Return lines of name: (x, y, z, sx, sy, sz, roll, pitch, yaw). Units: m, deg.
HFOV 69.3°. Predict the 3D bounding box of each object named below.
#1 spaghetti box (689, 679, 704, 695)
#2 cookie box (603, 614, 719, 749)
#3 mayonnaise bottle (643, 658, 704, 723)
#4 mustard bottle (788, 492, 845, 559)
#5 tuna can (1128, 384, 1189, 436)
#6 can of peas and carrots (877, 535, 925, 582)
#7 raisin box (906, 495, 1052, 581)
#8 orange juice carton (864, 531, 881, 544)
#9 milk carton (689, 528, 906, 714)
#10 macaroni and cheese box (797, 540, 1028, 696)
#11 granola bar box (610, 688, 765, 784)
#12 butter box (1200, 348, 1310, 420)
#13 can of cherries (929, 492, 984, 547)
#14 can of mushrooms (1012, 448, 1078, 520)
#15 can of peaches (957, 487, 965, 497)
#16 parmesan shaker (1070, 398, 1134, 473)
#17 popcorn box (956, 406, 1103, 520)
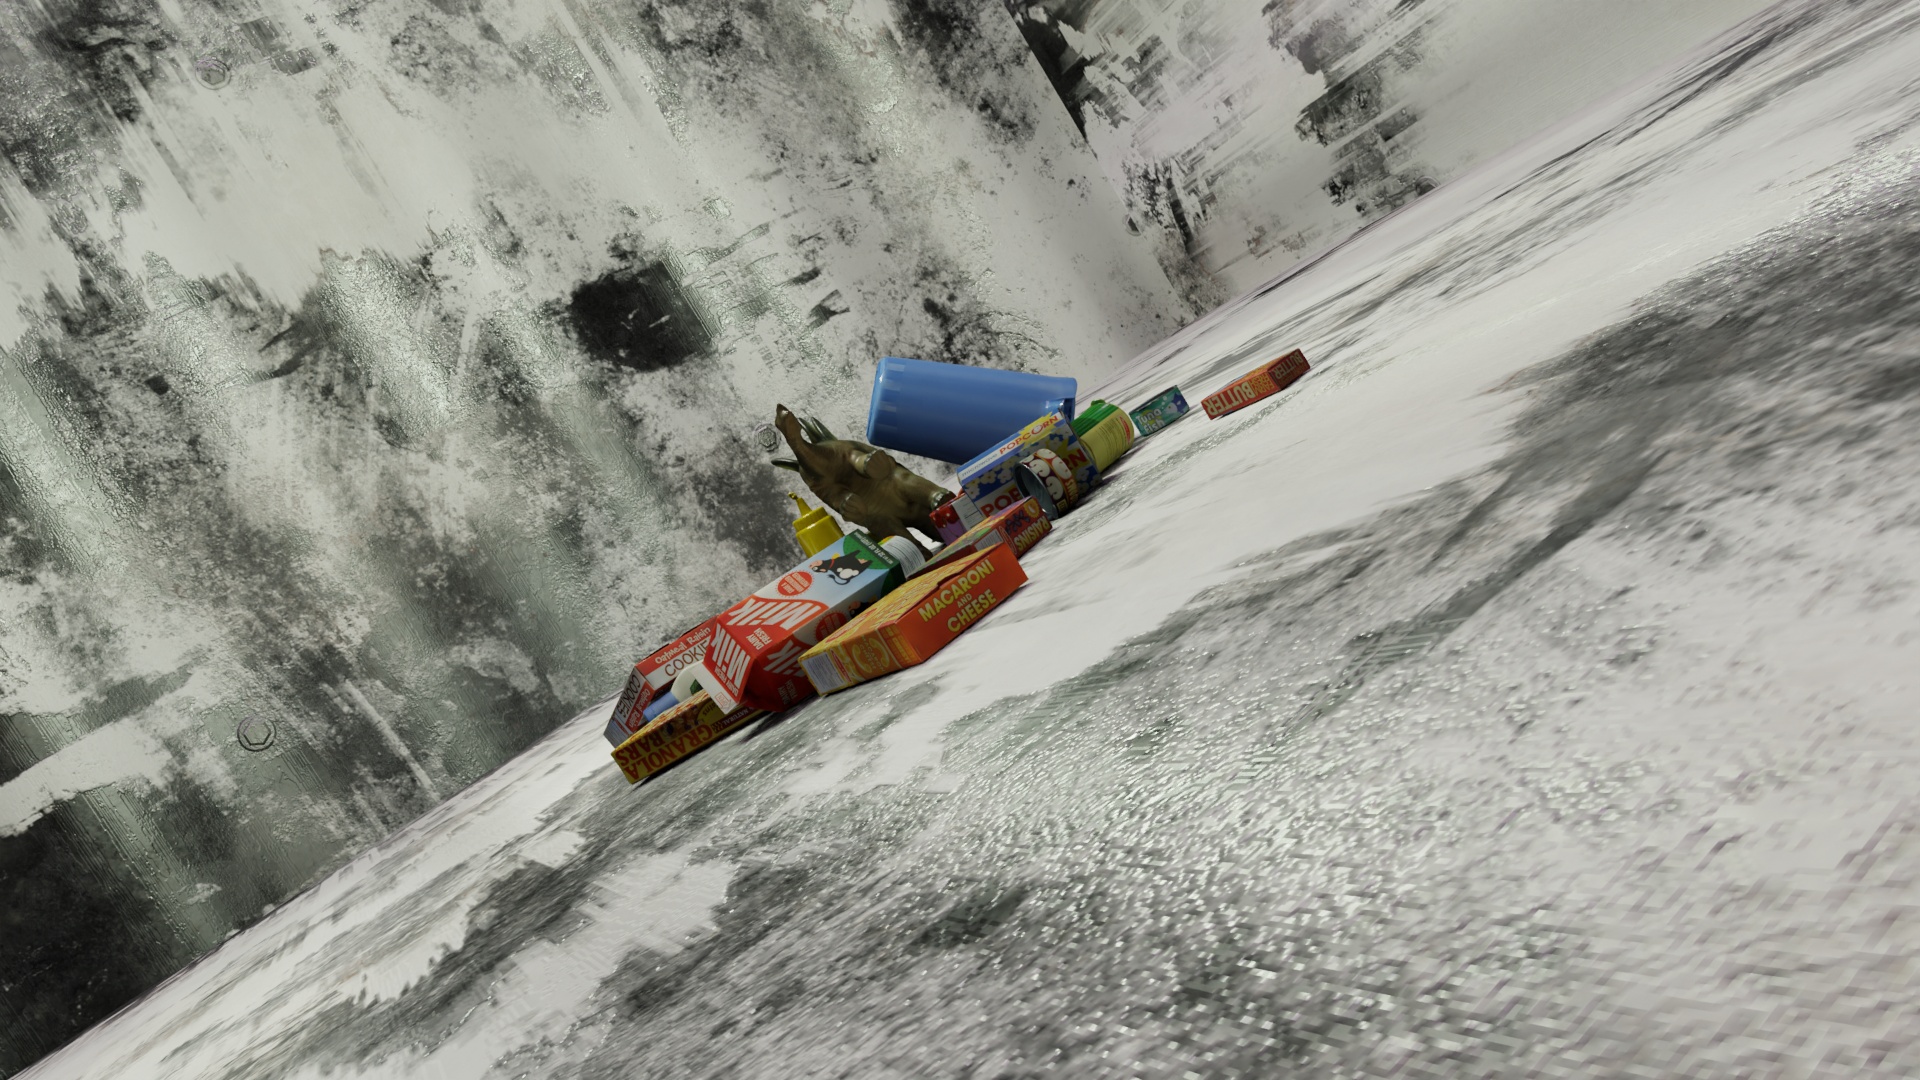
spaghetti box: (-0.218, 0.112, 1.376, 0.050, 0.029, 0.248, -16, -18, -29)
cookie box: (-0.335, 0.166, 1.595, 0.123, 0.040, 0.166, -35, -13, -41)
mayonnaise bottle: (-0.273, 0.155, 1.509, 0.148, 0.065, 0.041, -36, -8, -11)
mustard bottle: (-0.144, 0.013, 1.540, 0.049, 0.160, 0.065, -31, 5, -15)
tuna can: (0.231, -0.151, 1.620, 0.071, 0.033, 0.071, -31, 4, 3)
can of peas and carrots: (-0.078, 0.037, 1.453, 0.070, 0.071, 0.059, -28, 5, 40)
raisin box: (0.019, 0.010, 1.269, 0.086, 0.040, 0.124, -29, 4, 38)
orange juice carton: (-0.174, 0.067, 1.713, 0.192, 0.071, 0.073, -30, 5, 16)
milk carton: (-0.138, 0.078, 1.198, 0.191, 0.073, 0.072, -33, 42, -19)
macaroni and cheese box: (-0.040, 0.063, 1.092, 0.124, 0.040, 0.166, -36, 6, -35)
granola bar box: (-0.230, 0.159, 1.307, 0.165, 0.039, 0.124, -30, 4, 17)
butter box: (0.282, -0.149, 1.332, 0.053, 0.024, 0.103, -34, 5, -31)
can of cherries: (0.005, -0.019, 1.539, 0.071, 0.058, 0.071, -31, 5, 3)
can of mushrooms: (0.085, -0.054, 1.366, 0.033, 0.071, 0.071, -32, 4, -19)
can of peaches: (0.033, -0.050, 1.604, 0.071, 0.071, 0.058, -30, 6, 24)
parmesan shaker: (0.138, -0.106, 1.511, 0.071, 0.071, 0.103, -28, 6, 38)
popcorn box: (0.071, -0.067, 1.424, 0.126, 0.085, 0.038, -31, 32, 8)
